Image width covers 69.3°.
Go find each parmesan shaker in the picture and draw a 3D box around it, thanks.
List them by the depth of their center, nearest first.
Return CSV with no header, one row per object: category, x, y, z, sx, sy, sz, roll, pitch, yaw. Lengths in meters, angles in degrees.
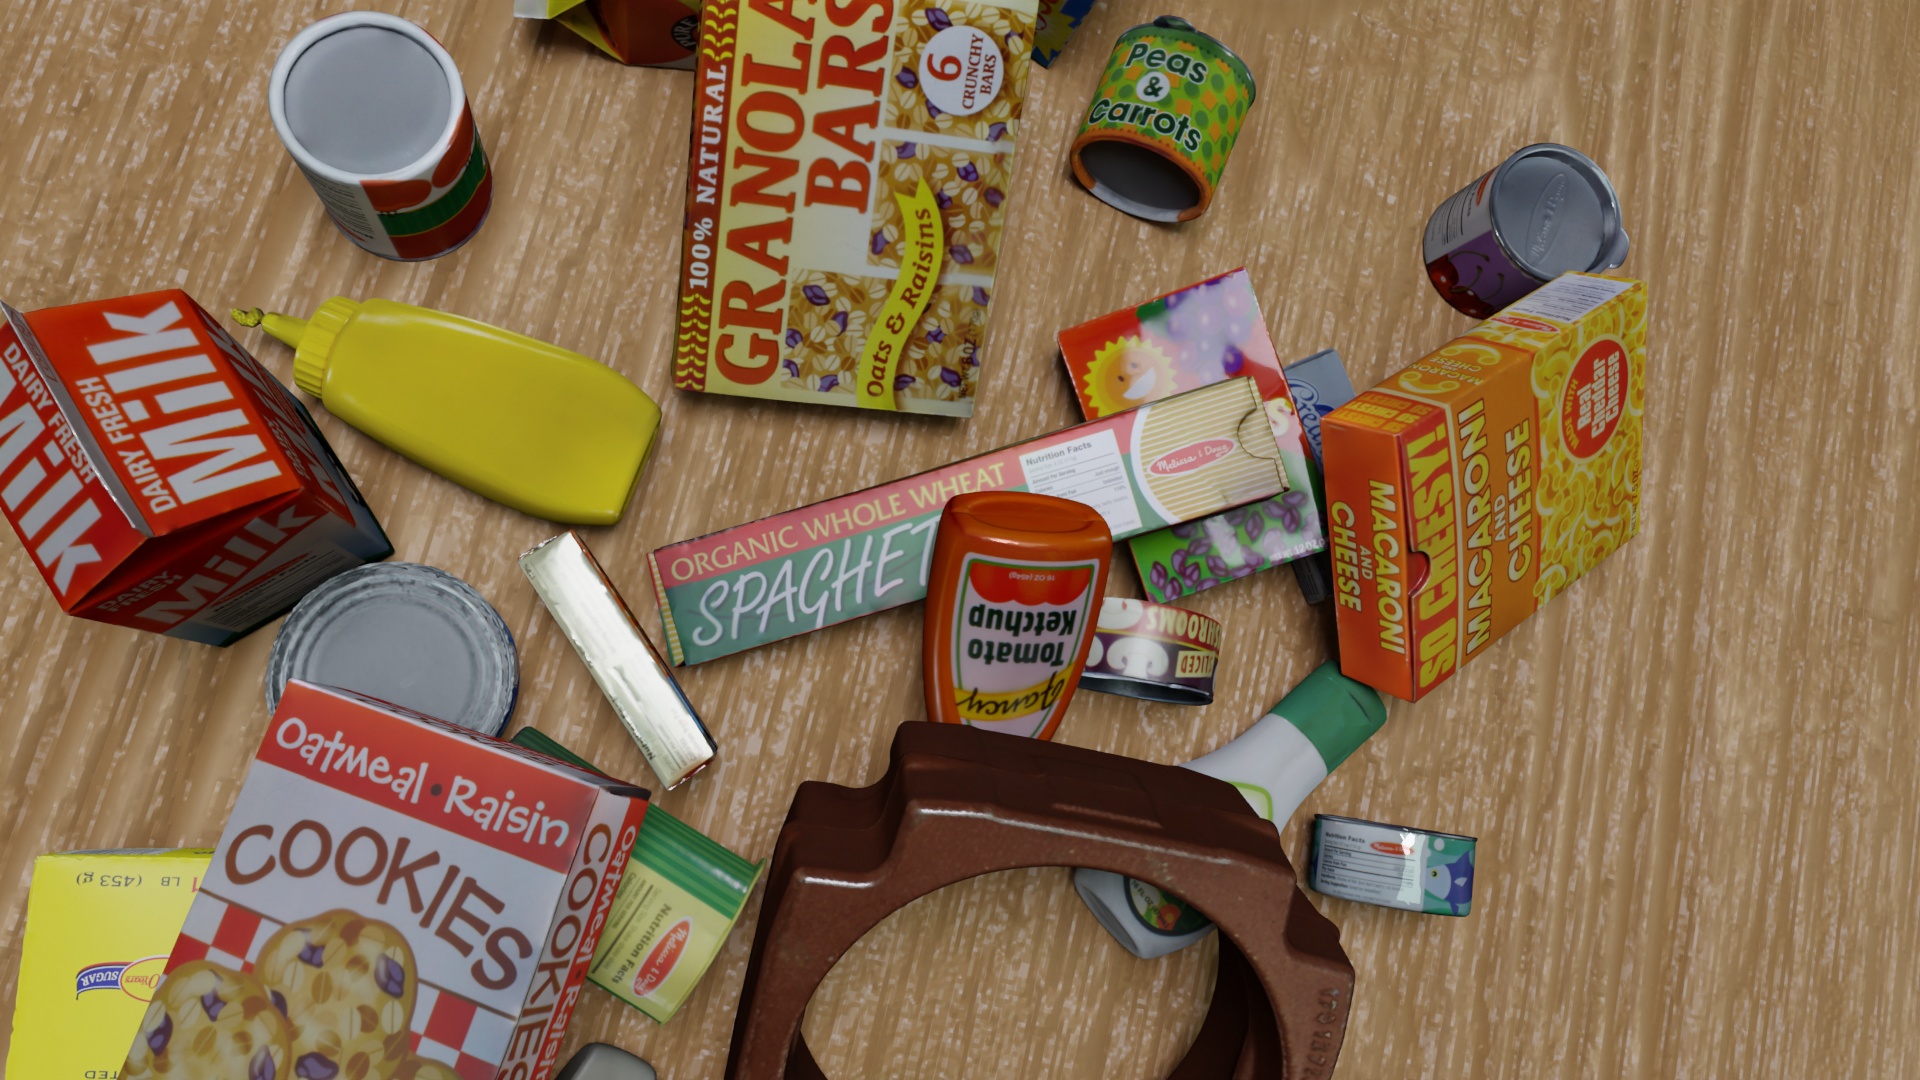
parmesan shaker,-0.134,0.120,0.514,0.103,0.071,0.071,34,77,-5

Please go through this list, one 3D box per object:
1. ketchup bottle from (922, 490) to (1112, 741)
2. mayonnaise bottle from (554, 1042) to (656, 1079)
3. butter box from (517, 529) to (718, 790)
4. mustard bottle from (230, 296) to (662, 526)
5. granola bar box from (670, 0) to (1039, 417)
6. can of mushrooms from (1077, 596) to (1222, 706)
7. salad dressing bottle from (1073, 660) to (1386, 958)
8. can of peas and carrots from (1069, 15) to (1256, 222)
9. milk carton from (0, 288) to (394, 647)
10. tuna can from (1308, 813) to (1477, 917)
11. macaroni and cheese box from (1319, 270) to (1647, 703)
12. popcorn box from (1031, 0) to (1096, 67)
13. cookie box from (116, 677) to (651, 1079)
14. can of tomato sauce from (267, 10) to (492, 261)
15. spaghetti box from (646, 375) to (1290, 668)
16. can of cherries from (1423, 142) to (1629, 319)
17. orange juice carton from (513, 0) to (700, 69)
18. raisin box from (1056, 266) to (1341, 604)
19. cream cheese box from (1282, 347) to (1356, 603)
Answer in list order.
ketchup bottle,0.014,0.055,0.532,0.065,0.044,0.148,4,117,-12
mayonnaise bottle,-0.126,0.214,0.460,0.041,0.148,0.065,28,78,-9
butter box,-0.130,0.045,0.533,0.024,0.053,0.103,-33,90,-12
mustard bottle,-0.198,-0.058,0.534,0.160,0.048,0.065,23,78,-8
granola bar box,-0.045,-0.138,0.547,0.124,0.039,0.164,4,111,-13
can of mushrooms,0.074,0.046,0.569,0.071,0.071,0.033,13,78,-10
salad dressing bottle,0.115,0.109,0.582,0.148,0.044,0.064,-39,93,-15
can of peas and carrots,0.087,-0.181,0.604,0.071,0.071,0.059,25,79,-8
milk carton,-0.248,-0.019,0.445,0.073,0.190,0.072,-32,90,-15
tuna can,0.182,0.136,0.584,0.071,0.071,0.033,10,82,-11
macaroni and cheese box,0.223,-0.026,0.580,0.167,0.040,0.123,-29,121,-28
popcorn box,0.060,-0.265,0.581,0.038,0.126,0.085,31,77,-10
cookie box,-0.187,0.141,0.443,0.123,0.040,0.168,15,78,16
can of tomato sauce,-0.215,-0.152,0.526,0.071,0.083,0.071,2,83,-12
spaghetti box,0.002,-0.007,0.552,0.250,0.028,0.050,-16,86,0
can of cherries,0.260,-0.139,0.643,0.071,0.058,0.071,2,81,-13
orange juice carton,-0.084,-0.240,0.573,0.193,0.073,0.072,1,83,-12
raisin box,0.101,-0.043,0.590,0.086,0.040,0.123,-19,87,8
cream cheese box,0.161,-0.029,0.622,0.053,0.024,0.104,-22,87,-14
